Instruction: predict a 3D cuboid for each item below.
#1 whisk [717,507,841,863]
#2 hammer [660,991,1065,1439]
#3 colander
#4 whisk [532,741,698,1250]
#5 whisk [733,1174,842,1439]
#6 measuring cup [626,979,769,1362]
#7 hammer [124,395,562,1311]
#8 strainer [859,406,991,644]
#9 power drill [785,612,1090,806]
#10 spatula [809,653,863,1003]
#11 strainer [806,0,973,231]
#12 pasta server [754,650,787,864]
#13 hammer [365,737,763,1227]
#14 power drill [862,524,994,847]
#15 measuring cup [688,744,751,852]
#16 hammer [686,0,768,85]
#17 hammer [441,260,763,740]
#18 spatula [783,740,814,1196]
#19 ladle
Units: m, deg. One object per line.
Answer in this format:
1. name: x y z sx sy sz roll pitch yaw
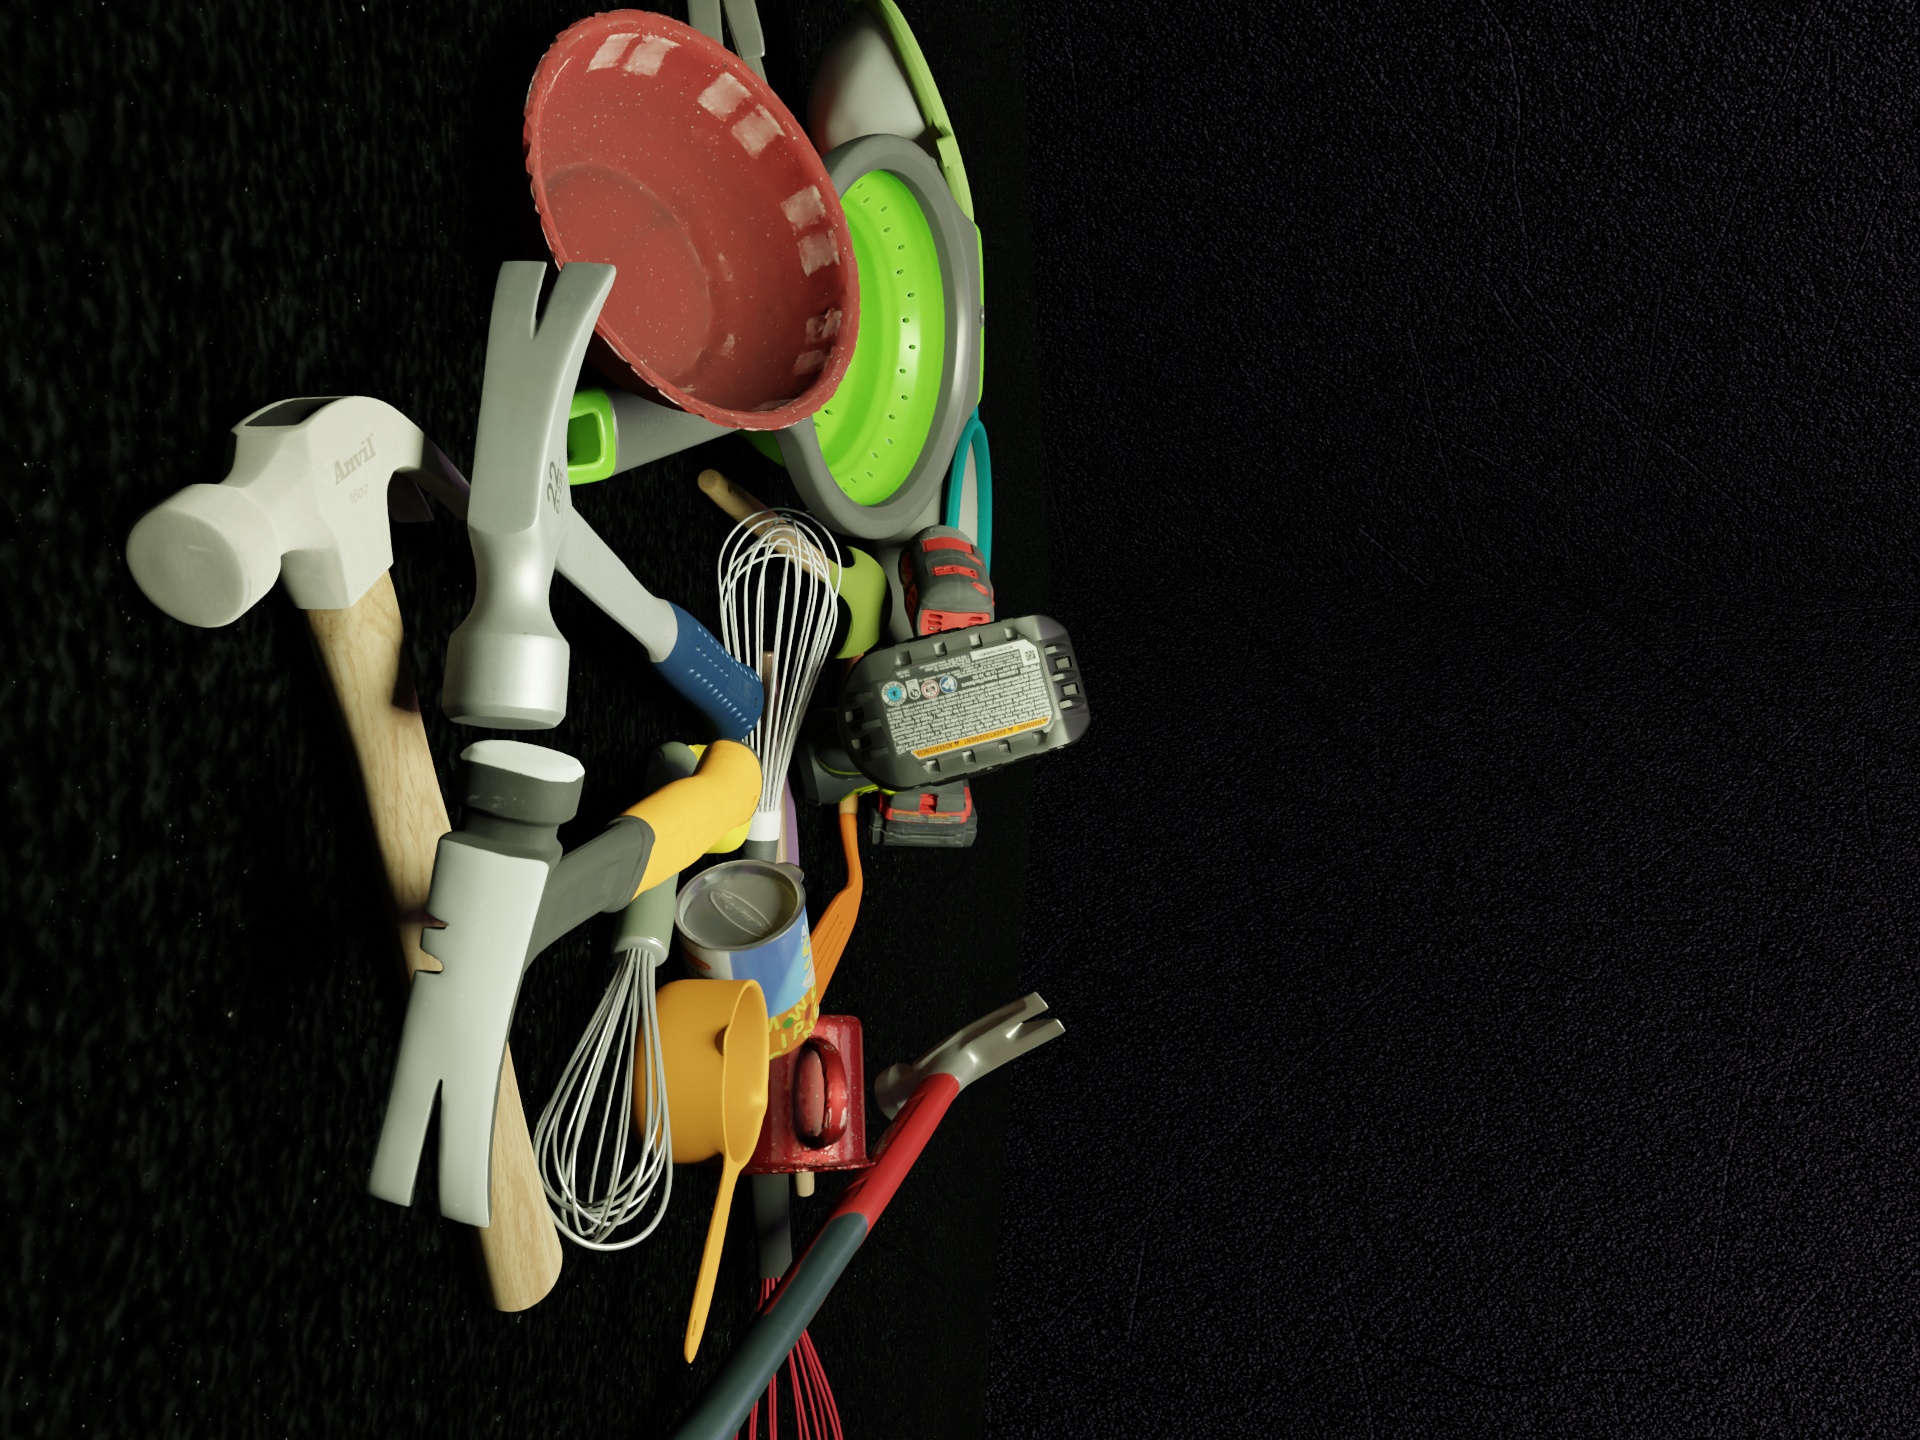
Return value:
1. whisk: -0.110 0.025 0.879 0.070 0.070 0.284 -43 140 -80
2. hammer: -0.058 0.279 0.868 0.038 0.143 0.386 53 30 -5
3. colander: -0.109 -0.174 0.774 0.397 0.094 0.204 -39 133 -57
4. whisk: -0.138 0.106 0.679 0.057 0.059 0.247 -41 -147 38
5. whisk: -0.108 0.345 0.935 0.073 0.073 0.296 46 39 -80
6. measuring cup: -0.130 0.203 0.735 0.095 0.052 0.174 80 15 -58
7. hammer: -0.165 0.060 0.497 0.130 0.031 0.331 -77 167 -58
8. strainer: -0.030 -0.100 1.347 0.340 0.095 0.211 86 11 -49
9. power drill: -0.002 -0.003 0.955 0.228 0.190 0.080 150 -74 -78
10. spatula: -0.091 0.048 1.162 0.081 0.041 0.323 75 13 -63
11. strainer: -0.073 -0.389 0.942 0.151 0.069 0.256 86 -21 -81
12. pasta server: -0.106 0.115 0.973 0.060 0.040 0.316 -122 -149 -80
13. hammer: -0.117 0.055 0.567 0.337 0.034 0.127 -58 162 -84
14. power drill: -0.022 -0.029 1.137 0.143 0.078 0.219 -103 -161 -58
15. measuring cup: -0.130 0.063 0.785 0.157 0.029 0.062 -78 168 -64
16. hammer: -0.100 -0.307 0.879 0.358 0.036 0.149 76 4 -71
17. hammer: -0.123 -0.044 0.640 0.405 0.035 0.144 85 8 -82
18. spatula: -0.109 0.166 1.039 0.060 0.018 0.315 -74 163 -75
19. ladle: -0.106 -0.100 0.978 0.320 0.062 0.078 34 58 -74
